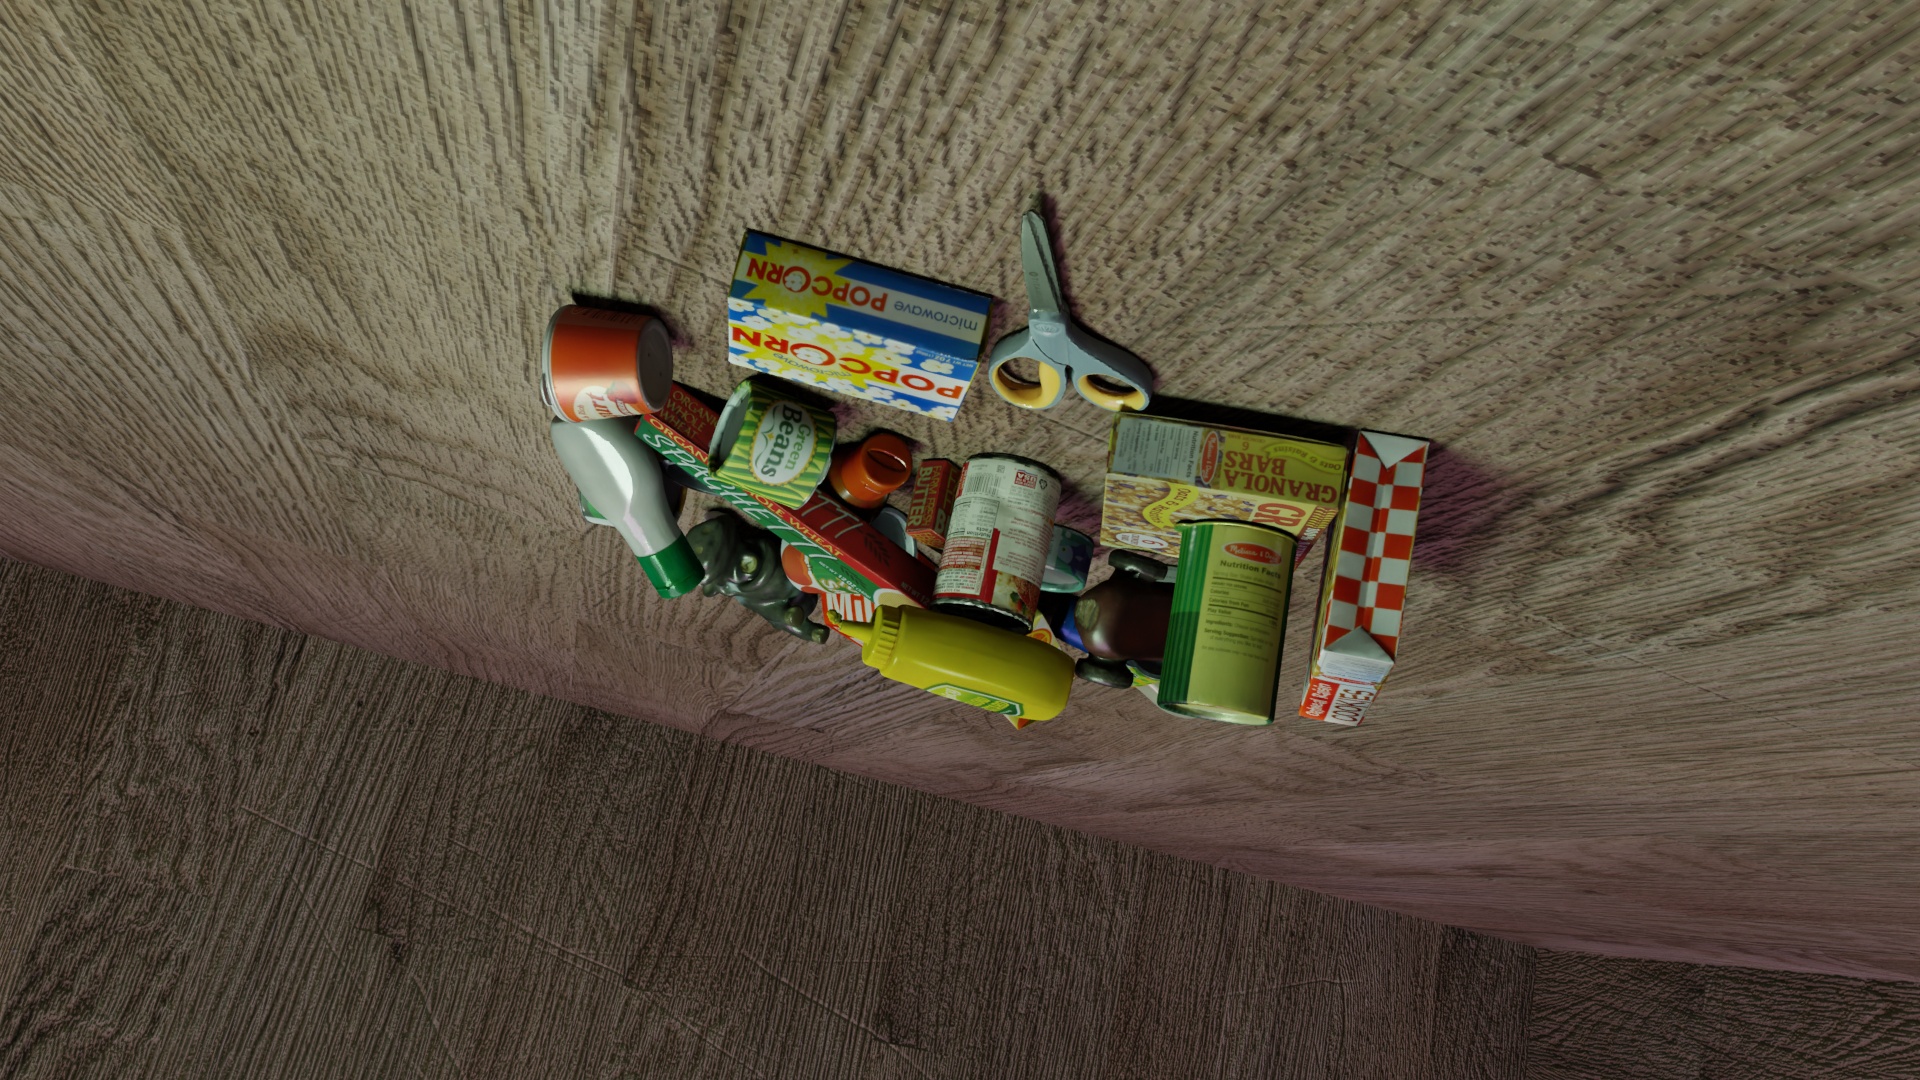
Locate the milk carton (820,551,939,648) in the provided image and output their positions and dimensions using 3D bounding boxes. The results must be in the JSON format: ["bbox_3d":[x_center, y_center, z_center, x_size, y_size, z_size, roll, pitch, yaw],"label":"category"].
[{"bbox_3d":[-0.053,0.057,1.187,0.072,0.073,0.190,4,161,26],"label":"milk carton"}]

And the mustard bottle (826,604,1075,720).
[{"bbox_3d":[-0.010,0.073,0.876,0.160,0.049,0.065,17,161,-14],"label":"mustard bottle"}]

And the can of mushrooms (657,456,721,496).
[{"bbox_3d":[-0.175,-0.057,0.970,0.071,0.033,0.071,12,164,4],"label":"can of mushrooms"}]

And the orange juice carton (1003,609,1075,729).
[{"bbox_3d":[0.040,0.098,1.181,0.072,0.073,0.192,44,173,28],"label":"orange juice carton"}]

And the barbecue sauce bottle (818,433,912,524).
[{"bbox_3d":[-0.077,-0.037,0.945,0.065,0.044,0.148,25,160,-18],"label":"barbecue sauce bottle"}]

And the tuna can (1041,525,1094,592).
[{"bbox_3d":[0.064,0.014,1.023,0.071,0.033,0.071,12,163,4],"label":"tuna can"}]

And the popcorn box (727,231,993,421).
[{"bbox_3d":[-0.053,-0.106,0.703,0.127,0.038,0.085,15,164,-5],"label":"popcorn box"}]

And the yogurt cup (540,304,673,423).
[{"bbox_3d":[-0.199,-0.101,0.792,0.054,0.072,0.072,2,162,10],"label":"yogurt cup"}]

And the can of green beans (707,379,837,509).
[{"bbox_3d":[-0.117,-0.060,0.858,0.058,0.071,0.071,21,162,-24],"label":"can of green beans"}]

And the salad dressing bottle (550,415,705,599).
[{"bbox_3d":[-0.225,-0.029,0.953,0.064,0.044,0.147,-7,120,33],"label":"salad dressing bottle"}]

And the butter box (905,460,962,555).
[{"bbox_3d":[0.003,-0.012,0.948,0.024,0.053,0.103,-1,159,34],"label":"butter box"}]

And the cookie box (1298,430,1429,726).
[{"bbox_3d":[0.225,0.028,0.784,0.040,0.123,0.167,10,163,12],"label":"cookie box"}]

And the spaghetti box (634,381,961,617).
[{"bbox_3d":[-0.104,-0.017,0.921,0.250,0.029,0.050,36,156,-10],"label":"spaghetti box"}]

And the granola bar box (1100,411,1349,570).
[{"bbox_3d":[0.145,-0.024,0.803,0.124,0.039,0.165,10,168,7],"label":"granola bar box"}]

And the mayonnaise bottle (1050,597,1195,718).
[{"bbox_3d":[0.148,0.096,1.185,0.148,0.065,0.041,27,165,-12],"label":"mayonnaise bottle"}]

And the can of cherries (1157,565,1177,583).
[{"bbox_3d":[0.159,0.057,1.049,0.071,0.058,0.071,11,163,3],"label":"can of cherries"}]

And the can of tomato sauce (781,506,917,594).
[{"bbox_3d":[-0.086,0.010,1.060,0.083,0.071,0.071,-1,159,40],"label":"can of tomato sauce"}]

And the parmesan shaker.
[{"bbox_3d":[0.147,0.047,0.781,0.071,0.103,0.071,11,167,2],"label":"parmesan shaker"}]

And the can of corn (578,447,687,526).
[{"bbox_3d":[-0.237,-0.043,1.014,0.058,0.071,0.071,10,163,8],"label":"can of corn"}]

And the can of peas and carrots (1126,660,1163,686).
[{"bbox_3d":[0.150,0.085,1.131,0.071,0.071,0.058,17,163,-13],"label":"can of peas and carrots"}]
